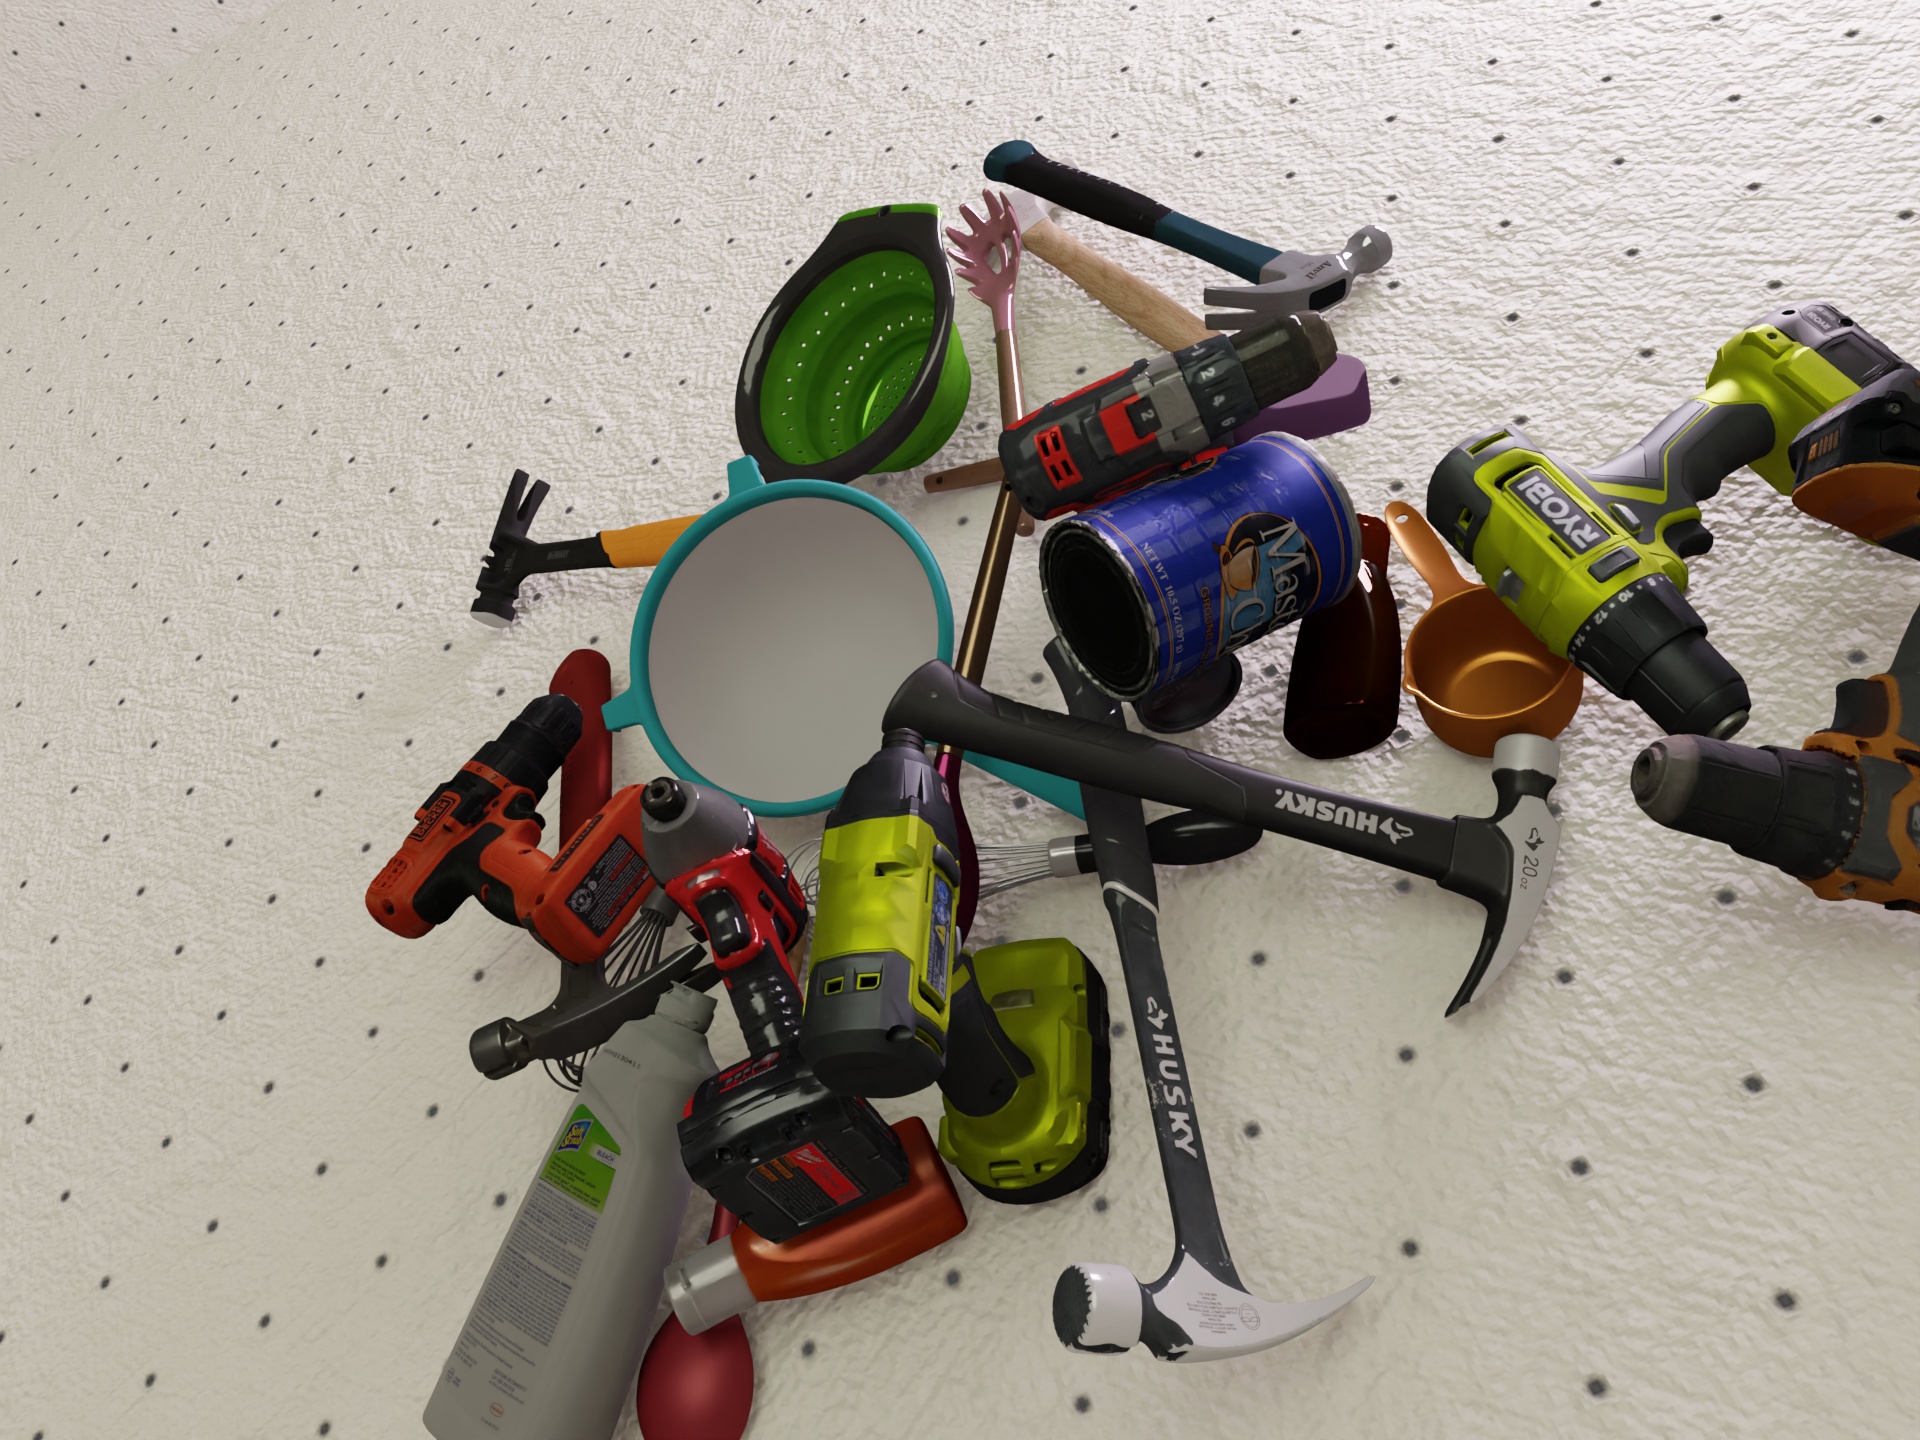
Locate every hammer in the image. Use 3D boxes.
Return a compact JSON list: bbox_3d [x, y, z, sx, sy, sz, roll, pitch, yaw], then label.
[{"bbox_3d":[0.113,-0.318,1.175,0.130,0.031,0.332,-37,47,-3],"label":"hammer"},{"bbox_3d":[-0.231,0.063,1.017,0.149,0.036,0.359,-25,38,7],"label":"hammer"},{"bbox_3d":[-0.238,-0.134,1.162,0.337,0.034,0.127,1,72,40],"label":"hammer"},{"bbox_3d":[0.093,0.108,0.786,0.036,0.149,0.409,124,150,-42],"label":"hammer"},{"bbox_3d":[0.125,0.038,0.786,0.335,0.035,0.146,15,67,3],"label":"hammer"},{"bbox_3d":[0.141,-0.363,1.156,0.128,0.033,0.331,-37,51,-22],"label":"hammer"}]

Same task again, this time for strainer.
[{"bbox_3d":[-0.040,-0.012,0.989,0.340,0.095,0.211,26,88,17],"label":"strainer"}]

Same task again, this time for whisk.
[{"bbox_3d":[-0.191,0.120,0.989,0.055,0.055,0.239,1,52,29],"label":"whisk"},{"bbox_3d":[0.028,0.081,0.897,0.284,0.070,0.070,-11,51,15],"label":"whisk"}]

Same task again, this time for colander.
[{"bbox_3d":[-0.086,-0.170,1.139,0.205,0.094,0.397,11,79,42],"label":"colander"}]

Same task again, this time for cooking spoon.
[{"bbox_3d":[-0.001,-0.003,0.904,0.069,0.017,0.319,7,69,17],"label":"cooking spoon"}]

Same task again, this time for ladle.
[{"bbox_3d":[-0.119,0.241,0.870,0.069,0.031,0.316,-7,51,23],"label":"ladle"}]

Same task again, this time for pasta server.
[{"bbox_3d":[0.030,-0.259,1.134,0.060,0.040,0.317,-25,51,29],"label":"pasta server"}]

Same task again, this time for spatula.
[{"bbox_3d":[0.118,-0.193,1.079,0.316,0.018,0.060,-9,84,24],"label":"spatula"}]

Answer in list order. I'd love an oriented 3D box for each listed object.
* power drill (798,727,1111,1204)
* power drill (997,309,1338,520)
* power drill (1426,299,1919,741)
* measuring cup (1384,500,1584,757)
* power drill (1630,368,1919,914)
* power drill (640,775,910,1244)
[{"bbox_3d":[0.001,0.123,0.760,0.080,0.223,0.171,-11,51,20],"label":"power drill"},{"bbox_3d":[0.123,-0.180,0.939,0.188,0.080,0.227,-24,4,11],"label":"power drill"},{"bbox_3d":[0.378,-0.100,0.794,0.228,0.080,0.191,-28,60,-11],"label":"power drill"},{"bbox_3d":[0.275,-0.052,0.870,0.095,0.052,0.174,-25,46,9],"label":"measuring cup"},{"bbox_3d":[0.397,-0.032,0.692,0.185,0.084,0.226,13,80,0],"label":"power drill"},{"bbox_3d":[-0.105,0.131,0.792,0.078,0.143,0.220,-25,51,1],"label":"power drill"}]
